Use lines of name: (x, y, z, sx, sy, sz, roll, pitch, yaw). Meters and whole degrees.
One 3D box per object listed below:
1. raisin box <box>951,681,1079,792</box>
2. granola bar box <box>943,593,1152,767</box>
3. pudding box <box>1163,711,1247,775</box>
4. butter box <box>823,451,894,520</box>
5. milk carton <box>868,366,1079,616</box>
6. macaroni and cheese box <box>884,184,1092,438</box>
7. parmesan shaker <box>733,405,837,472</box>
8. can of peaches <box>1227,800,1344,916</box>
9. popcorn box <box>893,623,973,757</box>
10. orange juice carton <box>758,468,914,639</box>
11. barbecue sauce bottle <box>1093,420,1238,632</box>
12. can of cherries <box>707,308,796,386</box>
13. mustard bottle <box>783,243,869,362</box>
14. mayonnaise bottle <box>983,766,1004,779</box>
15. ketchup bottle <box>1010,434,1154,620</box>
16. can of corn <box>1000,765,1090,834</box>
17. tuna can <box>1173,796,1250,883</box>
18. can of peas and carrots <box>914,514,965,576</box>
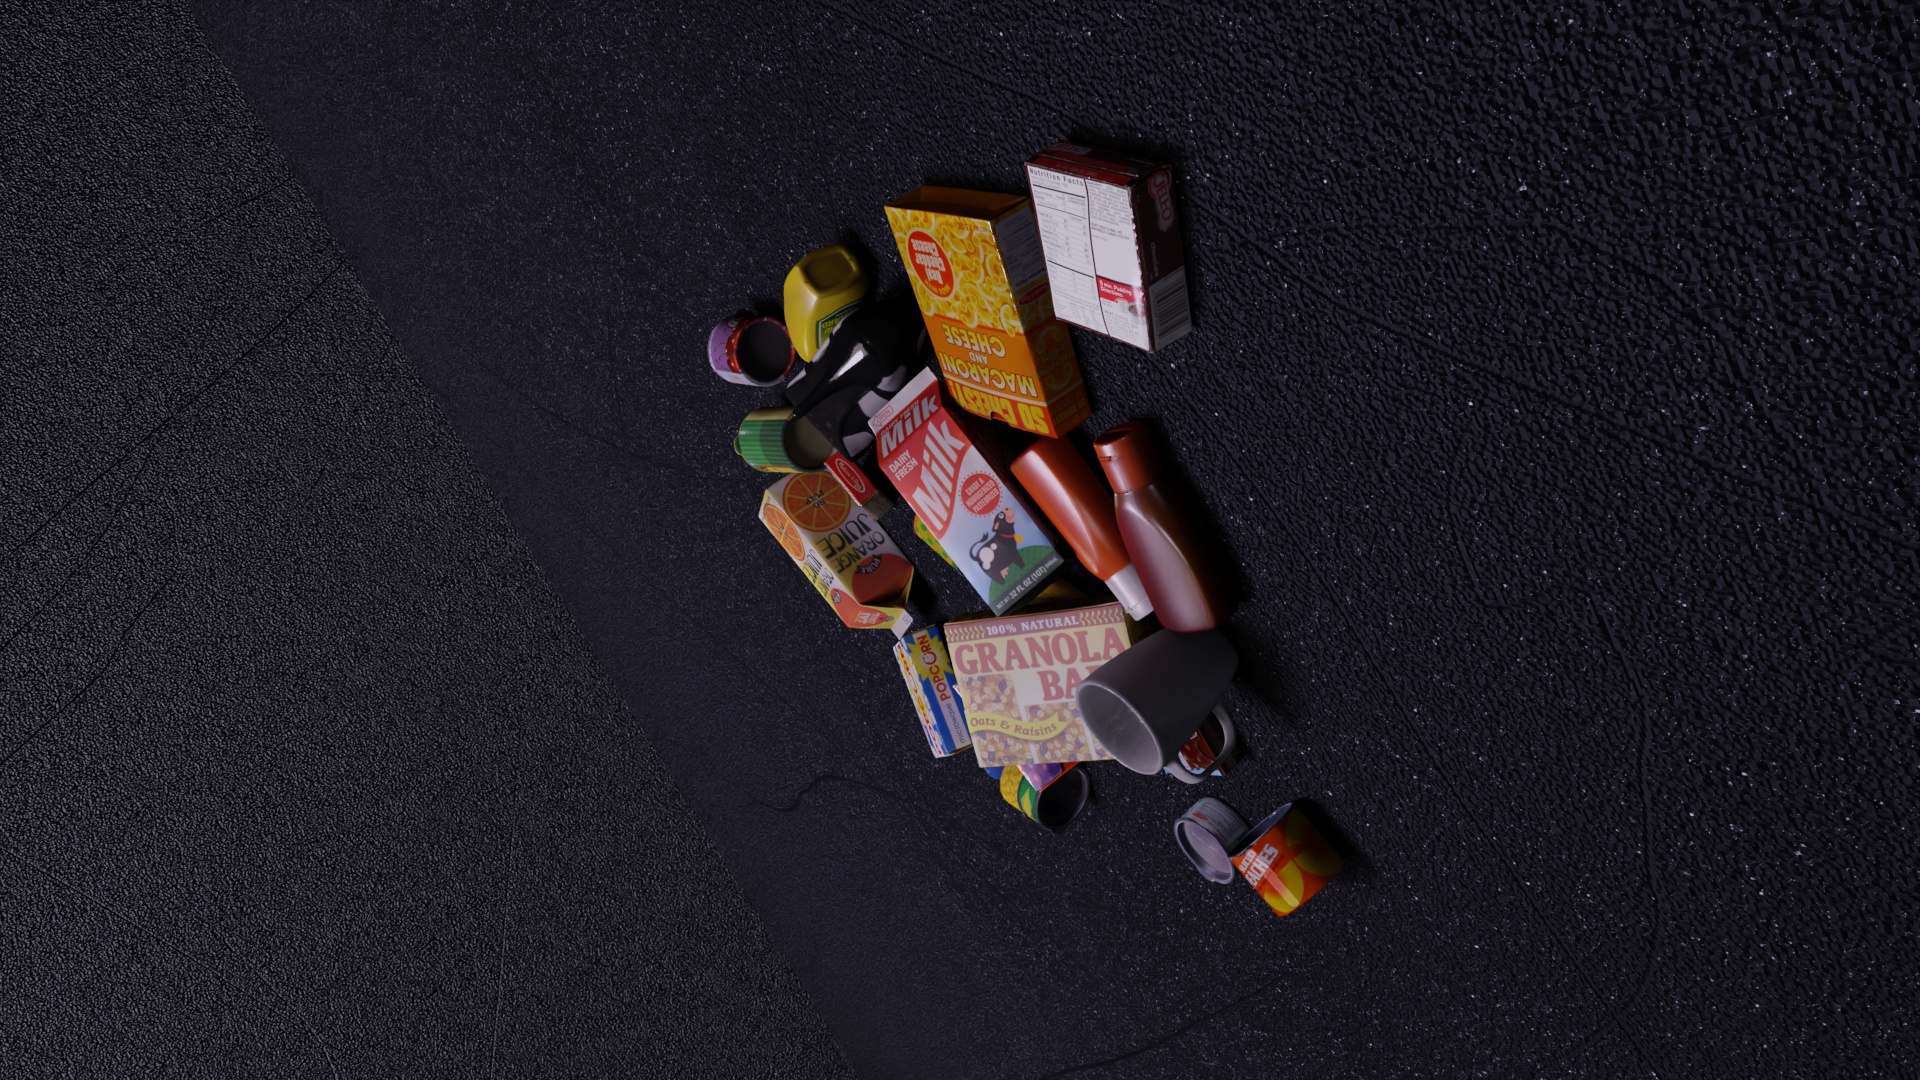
raisin box: (0.066, 0.147, 1.226, 0.123, 0.086, 0.040, 51, -162, 9)
granola bar box: (0.076, 0.111, 1.094, 0.165, 0.039, 0.124, -10, 98, 33)
pudding box: (0.182, 0.158, 1.096, 0.049, 0.030, 0.083, 59, 155, -6)
butter box: (-0.093, -0.051, 1.286, 0.053, 0.024, 0.103, 50, 180, 9)
milk carton: (0.008, -0.041, 1.073, 0.072, 0.073, 0.191, -41, 80, 20)
macaroni and cheese box: (0.019, -0.161, 0.974, 0.124, 0.040, 0.165, 23, 141, 50)
parmesan shaker: (-0.168, -0.098, 1.352, 0.103, 0.071, 0.071, 7, 127, 59)
can of peaches: (0.243, 0.240, 1.041, 0.058, 0.071, 0.071, 49, 155, 9)
popcorn box: (-0.025, 0.154, 1.401, 0.085, 0.038, 0.127, 127, 122, -76)
orange juice carton: (-0.114, 0.016, 1.397, 0.193, 0.073, 0.071, 50, 155, 9)
barbecue sauce bottle: (0.136, -0.009, 0.951, 0.065, 0.044, 0.148, 0, 121, 57)
can of cherries: (-0.195, -0.182, 1.305, 0.058, 0.072, 0.071, 14, 134, 55)
mustard bottle: (-0.115, -0.186, 1.161, 0.049, 0.065, 0.159, 55, 162, 12)
mayonnaise bottle: (0.038, 0.183, 1.377, 0.065, 0.041, 0.147, 46, 156, 34)
ketchup bottle: (0.097, -0.010, 1.019, 0.149, 0.044, 0.064, 53, 162, 3)
can of corn: (0.080, 0.238, 1.333, 0.058, 0.071, 0.071, 25, 142, 49)
tuna can: (0.213, 0.250, 1.154, 0.071, 0.033, 0.070, 41, 152, 28)
can of peas and carrots: (0.004, -0.014, 1.156, 0.059, 0.071, 0.070, 41, 152, 28)
